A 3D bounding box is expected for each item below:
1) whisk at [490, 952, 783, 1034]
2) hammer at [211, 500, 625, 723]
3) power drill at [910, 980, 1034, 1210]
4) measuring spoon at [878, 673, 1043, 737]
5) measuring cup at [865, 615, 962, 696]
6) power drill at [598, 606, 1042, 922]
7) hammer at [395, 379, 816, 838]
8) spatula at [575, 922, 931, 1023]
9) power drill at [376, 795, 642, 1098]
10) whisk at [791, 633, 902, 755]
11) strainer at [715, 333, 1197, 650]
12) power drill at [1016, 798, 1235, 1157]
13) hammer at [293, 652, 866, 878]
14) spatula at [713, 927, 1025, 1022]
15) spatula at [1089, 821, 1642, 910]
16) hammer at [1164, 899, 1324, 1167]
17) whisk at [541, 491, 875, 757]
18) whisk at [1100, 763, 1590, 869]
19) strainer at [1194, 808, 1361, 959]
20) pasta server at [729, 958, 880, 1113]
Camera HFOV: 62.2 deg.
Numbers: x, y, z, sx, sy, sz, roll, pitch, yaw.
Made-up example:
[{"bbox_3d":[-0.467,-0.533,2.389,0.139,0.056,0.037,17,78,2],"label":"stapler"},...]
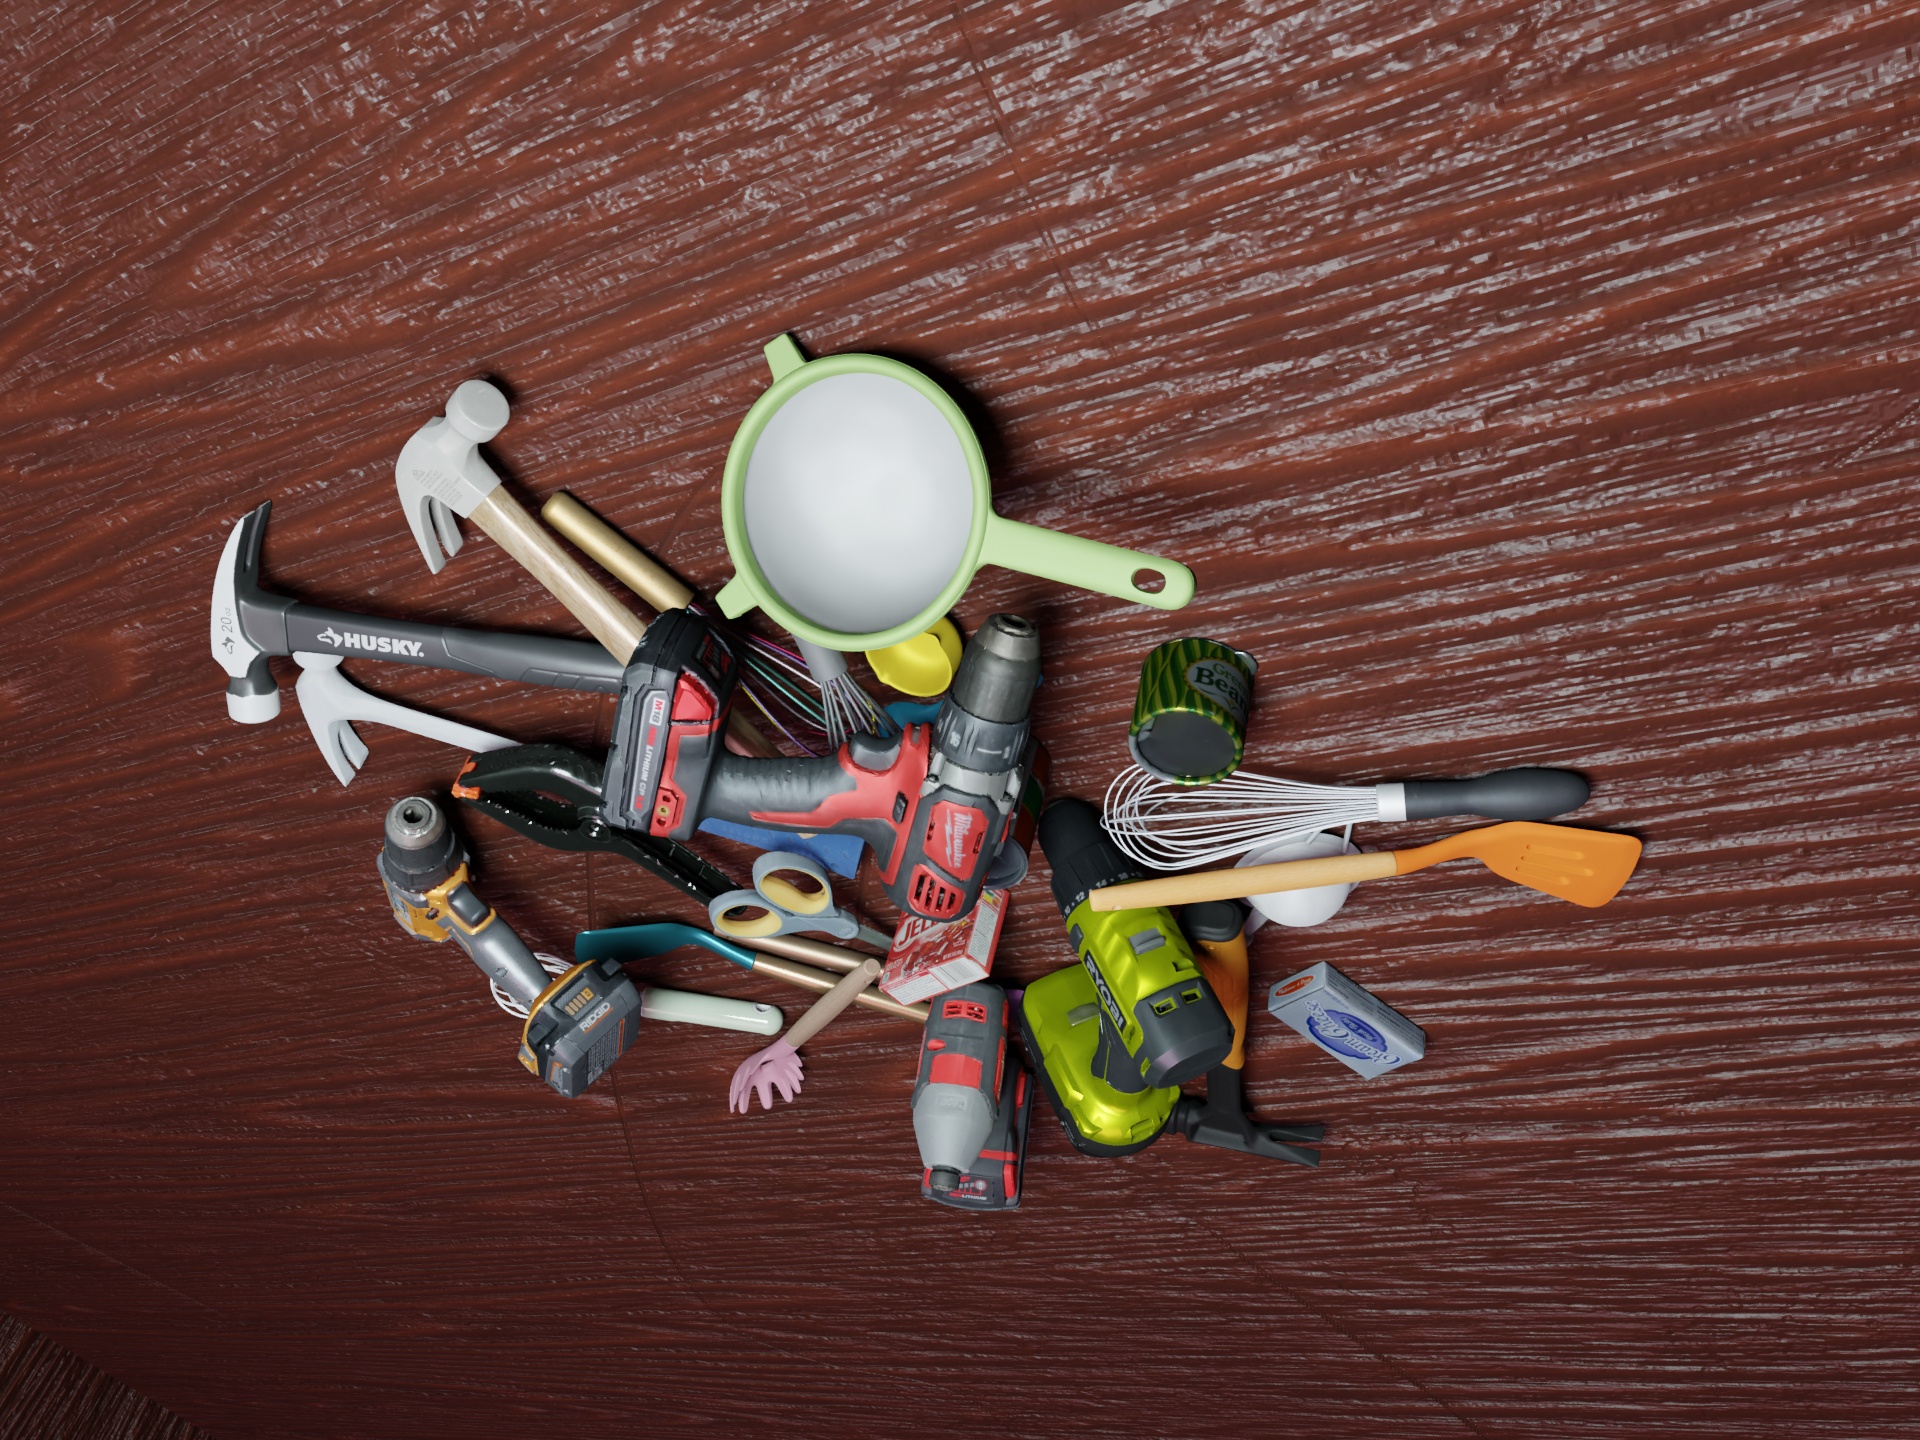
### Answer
[{"bbox_3d":[-0.266,0.230,1.302,0.246,0.058,0.059,7,107,5],"label":"whisk"},{"bbox_3d":[-0.311,-0.049,1.012,0.335,0.035,0.146,8,117,3],"label":"hammer"},{"bbox_3d":[0.006,0.289,1.170,0.078,0.143,0.219,5,153,8],"label":"power drill"},{"bbox_3d":[-0.002,-0.003,0.985,0.128,0.021,0.042,-22,125,36],"label":"measuring spoon"},{"bbox_3d":[-0.061,-0.077,0.932,0.156,0.029,0.062,44,139,-10],"label":"measuring cup"},{"bbox_3d":[-0.072,0.006,0.886,0.226,0.080,0.187,15,117,-3],"label":"power drill"},{"bbox_3d":[-0.198,-0.047,0.947,0.331,0.031,0.130,46,136,-16],"label":"hammer"},{"bbox_3d":[-0.138,0.205,1.233,0.317,0.044,0.082,16,149,-1],"label":"spatula"},{"bbox_3d":[-0.337,0.158,1.163,0.226,0.084,0.185,41,151,10],"label":"power drill"},{"bbox_3d":[-0.076,-0.029,0.932,0.055,0.055,0.238,-9,120,26],"label":"whisk"},{"bbox_3d":[0.003,-0.100,0.822,0.256,0.069,0.151,16,102,17],"label":"strainer"},{"bbox_3d":[0.096,0.176,1.053,0.080,0.191,0.228,-18,149,-16],"label":"power drill"},{"bbox_3d":[-0.263,0.039,1.106,0.405,0.035,0.144,17,137,1],"label":"hammer"},{"bbox_3d":[-0.035,0.197,1.210,0.316,0.018,0.059,14,144,2],"label":"spatula"},{"bbox_3d":[0.239,0.096,0.955,0.322,0.041,0.081,-7,144,-3],"label":"spatula"},{"bbox_3d":[0.192,0.224,1.114,0.127,0.034,0.336,8,145,18],"label":"hammer"},{"bbox_3d":[-0.149,-0.058,0.970,0.244,0.051,0.047,39,106,-16],"label":"whisk"},{"bbox_3d":[0.223,0.051,0.946,0.284,0.070,0.070,-4,134,16],"label":"whisk"},{"bbox_3d":[0.192,0.143,1.065,0.086,0.050,0.258,13,143,-17],"label":"strainer"},{"bbox_3d":[-0.120,0.249,1.245,0.060,0.040,0.316,-4,156,-27],"label":"pasta server"}]
